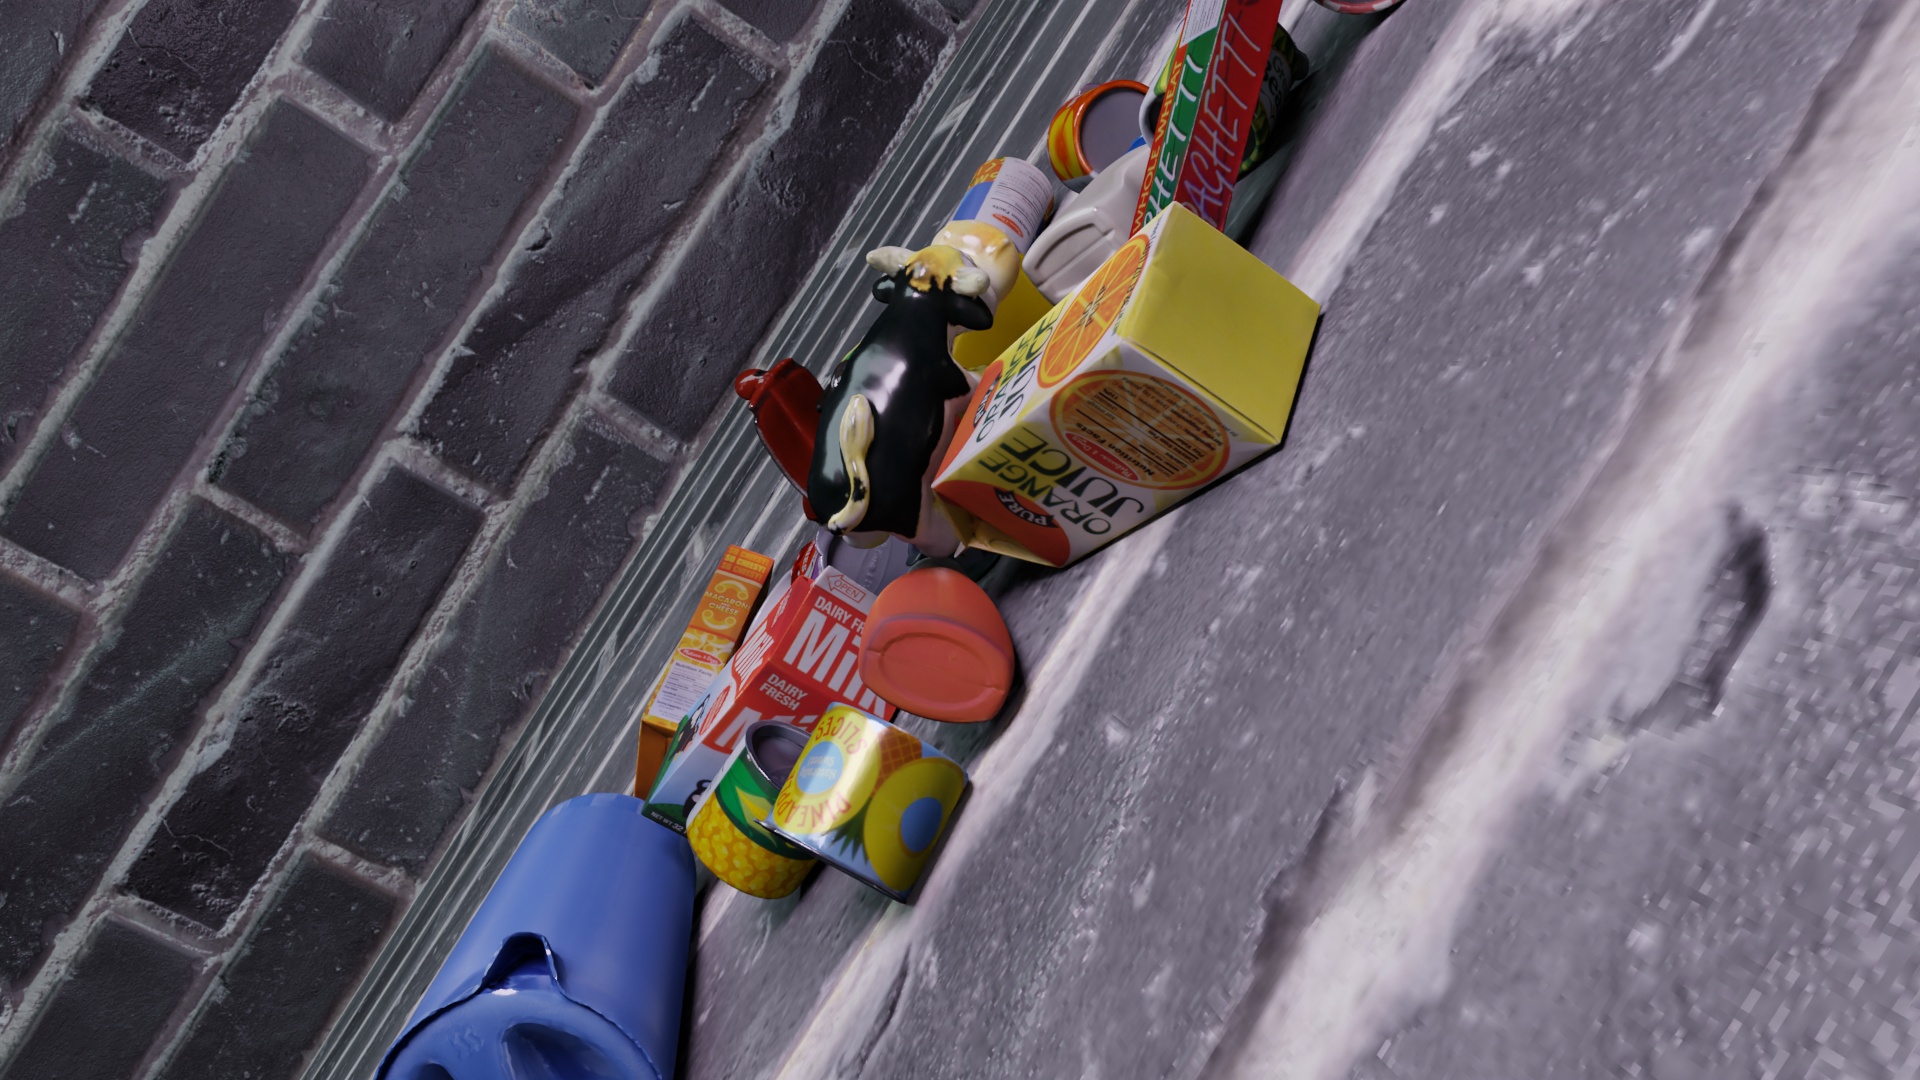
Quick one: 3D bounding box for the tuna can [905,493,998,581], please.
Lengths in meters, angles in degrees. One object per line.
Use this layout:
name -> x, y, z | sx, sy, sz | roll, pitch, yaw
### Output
tuna can -> 0.003, -0.009, 0.728 | 0.071, 0.033, 0.071 | -51, 16, 21

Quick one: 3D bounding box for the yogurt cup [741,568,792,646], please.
yogurt cup -> -0.098, 0.058, 0.867 | 0.072, 0.054, 0.073 | -52, 16, 21

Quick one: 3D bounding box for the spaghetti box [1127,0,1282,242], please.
spaghetti box -> 0.112, -0.197, 0.631 | 0.050, 0.029, 0.250 | -160, 84, -75

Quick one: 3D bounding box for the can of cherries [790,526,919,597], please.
can of cherries -> -0.059, 0.018, 0.793 | 0.058, 0.071, 0.072 | -28, 33, 62

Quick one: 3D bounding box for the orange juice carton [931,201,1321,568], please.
orange juice carton -> 0.052, -0.049, 0.575 | 0.192, 0.073, 0.072 | -35, 27, 56

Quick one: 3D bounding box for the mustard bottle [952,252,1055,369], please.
mustard bottle -> 0.005, -0.100, 0.850 | 0.159, 0.065, 0.049 | -56, 20, 24

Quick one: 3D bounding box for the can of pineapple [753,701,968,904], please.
can of pineapple -> -0.039, 0.105, 0.560 | 0.058, 0.071, 0.071 | -62, 15, -16

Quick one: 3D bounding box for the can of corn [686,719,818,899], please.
can of corn -> -0.089, 0.133, 0.676 | 0.058, 0.071, 0.071 | -54, 15, 16

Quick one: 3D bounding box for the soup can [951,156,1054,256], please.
soup can -> 0.027, -0.235, 1.043 | 0.071, 0.071, 0.084 | -38, 23, 51

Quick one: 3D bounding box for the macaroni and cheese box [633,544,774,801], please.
macaroni and cheese box -> -0.188, 0.103, 1.017 | 0.123, 0.040, 0.167 | 110, 179, -47

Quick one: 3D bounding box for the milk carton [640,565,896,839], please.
milk carton -> -0.091, 0.089, 0.748 | 0.189, 0.072, 0.074 | -47, 18, 33

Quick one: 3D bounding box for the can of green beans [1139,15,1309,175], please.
can of green beans -> 0.130, -0.225, 0.699 | 0.071, 0.071, 0.058 | -28, 33, 61

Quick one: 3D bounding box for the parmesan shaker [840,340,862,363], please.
parmesan shaker -> -0.047, -0.140, 1.078 | 0.102, 0.071, 0.071 | -32, 29, 57

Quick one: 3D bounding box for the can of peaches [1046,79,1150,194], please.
can of peaches -> 0.093, -0.251, 0.863 | 0.071, 0.071, 0.058 | -57, 16, 2

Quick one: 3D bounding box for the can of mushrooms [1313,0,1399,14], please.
can of mushrooms -> 0.187, -0.279, 0.636 | 0.070, 0.071, 0.034 | -43, 20, 43

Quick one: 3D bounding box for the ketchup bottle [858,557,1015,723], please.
ketchup bottle -> -0.010, 0.038, 0.625 | 0.149, 0.065, 0.043 | -93, 21, -79

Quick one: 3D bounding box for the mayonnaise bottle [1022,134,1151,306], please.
mayonnaise bottle -> 0.086, -0.176, 0.732 | 0.064, 0.041, 0.149 | -32, 13, 40
